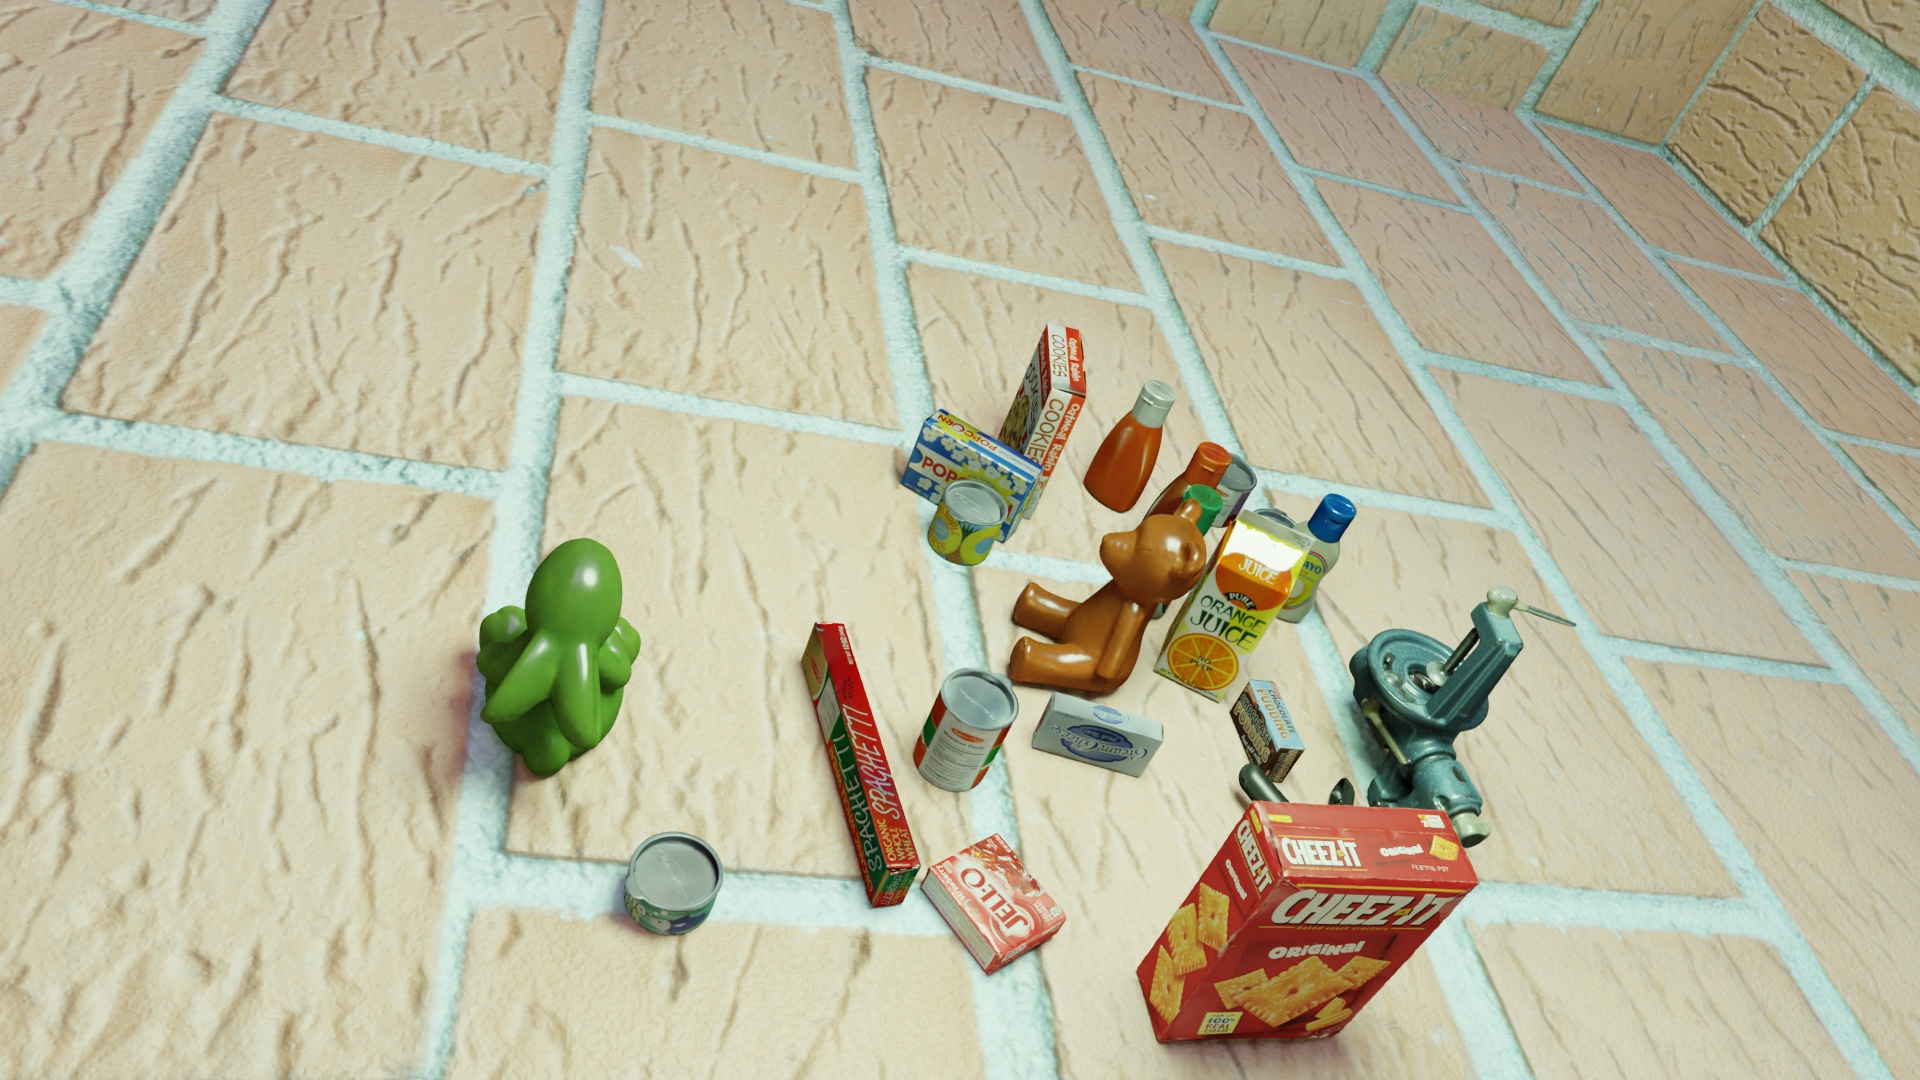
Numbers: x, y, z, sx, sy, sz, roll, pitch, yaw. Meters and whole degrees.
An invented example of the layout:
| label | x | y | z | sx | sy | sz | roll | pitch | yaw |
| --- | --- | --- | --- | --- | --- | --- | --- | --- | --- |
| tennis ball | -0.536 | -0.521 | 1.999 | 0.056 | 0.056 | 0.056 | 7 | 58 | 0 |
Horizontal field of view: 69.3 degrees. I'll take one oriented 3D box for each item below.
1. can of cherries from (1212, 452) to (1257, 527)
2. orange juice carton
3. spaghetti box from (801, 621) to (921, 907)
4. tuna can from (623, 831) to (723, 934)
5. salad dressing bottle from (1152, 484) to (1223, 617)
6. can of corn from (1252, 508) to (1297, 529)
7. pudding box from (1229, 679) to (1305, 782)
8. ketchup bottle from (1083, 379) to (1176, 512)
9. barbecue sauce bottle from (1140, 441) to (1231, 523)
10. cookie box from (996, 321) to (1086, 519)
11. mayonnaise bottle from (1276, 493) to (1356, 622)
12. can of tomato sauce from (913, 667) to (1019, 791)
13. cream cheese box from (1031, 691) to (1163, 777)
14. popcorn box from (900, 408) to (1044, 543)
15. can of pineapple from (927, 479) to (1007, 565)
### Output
| label | x | y | z | sx | sy | sz | roll | pitch | yaw |
| --- | --- | --- | --- | --- | --- | --- | --- | --- | --- |
| can of cherries | 0.290 | -0.058 | 1.554 | 0.071 | 0.058 | 0.072 | 14 | 39 | -11 |
| orange juice carton | 0.256 | 0.054 | 1.300 | 0.072 | 0.191 | 0.073 | 26 | 38 | 4 |
| spaghetti box | -0.083 | 0.172 | 1.109 | 0.029 | 0.049 | 0.251 | 2 | 43 | -25 |
| tuna can | -0.205 | 0.243 | 0.980 | 0.071 | 0.032 | 0.071 | 14 | 39 | -11 |
| salad dressing bottle | 0.211 | 0.011 | 1.364 | 0.044 | 0.146 | 0.064 | 30 | 39 | 9 |
| can of corn | 0.330 | 0.007 | 1.498 | 0.071 | 0.058 | 0.071 | 14 | 39 | -11 |
| pudding box | 0.284 | 0.176 | 1.286 | 0.030 | 0.049 | 0.084 | 7 | 41 | -20 |
| ketchup bottle | 0.185 | -0.103 | 1.482 | 0.065 | 0.148 | 0.044 | 41 | 42 | 21 |
| barbecue sauce bottle | 0.230 | -0.034 | 1.425 | 0.065 | 0.147 | 0.044 | 26 | 38 | 3 |
| cookie box | 0.082 | -0.124 | 1.441 | 0.040 | 0.166 | 0.123 | 14 | 39 | -11 |
| mayonnaise bottle | 0.356 | 0.017 | 1.427 | 0.065 | 0.147 | 0.041 | 23 | 38 | 0 |
| can of tomato sauce | 0.004 | 0.155 | 1.145 | 0.071 | 0.082 | 0.071 | 14 | 39 | -11 |
| cream cheese box | 0.119 | 0.169 | 1.209 | 0.104 | 0.053 | 0.024 | 17 | 39 | -8 |
| popcorn box | 0.012 | -0.065 | 1.404 | 0.127 | 0.084 | 0.038 | 31 | 39 | 9 |
| can of pineapple | 0.005 | -0.017 | 1.366 | 0.071 | 0.057 | 0.071 | 14 | 39 | -11 |
